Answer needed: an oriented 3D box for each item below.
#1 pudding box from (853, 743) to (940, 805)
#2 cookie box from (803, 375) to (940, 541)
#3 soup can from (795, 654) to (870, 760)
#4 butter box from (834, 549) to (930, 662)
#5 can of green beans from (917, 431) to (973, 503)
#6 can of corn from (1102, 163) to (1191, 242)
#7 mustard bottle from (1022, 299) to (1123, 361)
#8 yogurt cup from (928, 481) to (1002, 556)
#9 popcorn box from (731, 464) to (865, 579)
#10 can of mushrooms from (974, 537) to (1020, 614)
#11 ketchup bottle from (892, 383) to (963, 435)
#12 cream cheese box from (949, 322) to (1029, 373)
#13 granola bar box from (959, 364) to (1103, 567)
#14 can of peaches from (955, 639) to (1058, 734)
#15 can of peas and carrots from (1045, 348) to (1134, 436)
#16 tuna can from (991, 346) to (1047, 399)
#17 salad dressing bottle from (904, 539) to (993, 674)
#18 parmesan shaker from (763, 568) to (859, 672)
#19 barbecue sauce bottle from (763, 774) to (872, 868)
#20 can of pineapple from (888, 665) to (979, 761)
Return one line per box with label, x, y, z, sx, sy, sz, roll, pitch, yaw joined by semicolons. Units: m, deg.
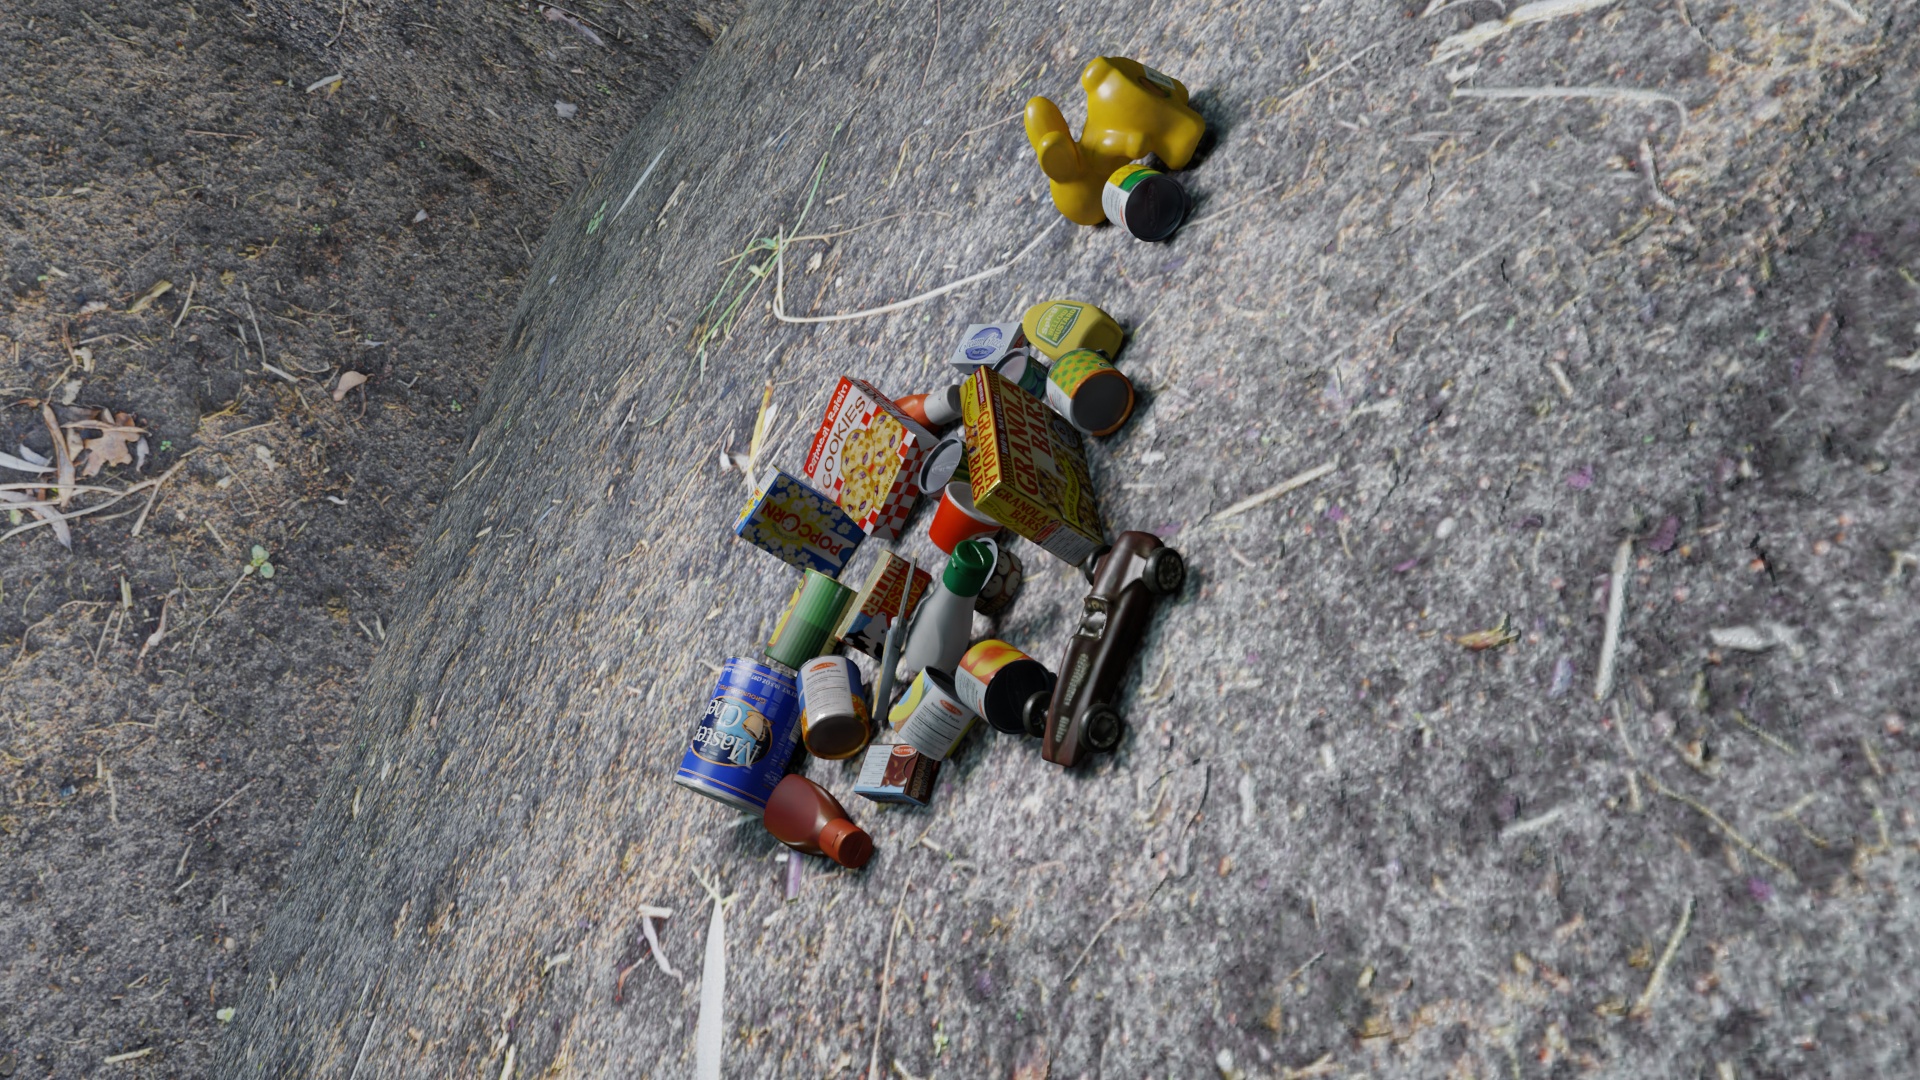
pudding box;-0.058;0.212;1.261;0.083;0.030;0.050;-11;53;51
cookie box;-0.102;-0.093;1.529;0.168;0.040;0.122;42;113;46
soup can;-0.125;0.166;1.368;0.071;0.071;0.084;-45;34;21
butter box;-0.078;0.066;1.399;0.103;0.053;0.024;-60;28;-4
can of green beans;0.001;-0.063;1.395;0.071;0.058;0.071;-36;37;34
can of corn;0.183;-0.334;1.370;0.071;0.071;0.058;-53;31;10
mustard bottle;0.100;-0.209;1.391;0.065;0.049;0.160;-57;31;0
yogurt cup;0.005;-0.017;1.342;0.053;0.072;0.073;-60;28;23
popcorn box;-0.178;-0.017;1.545;0.085;0.126;0.038;-56;28;4
can of mushrooms;0.023;0.036;1.299;0.070;0.033;0.071;-35;38;33
ketchup bottle;-0.051;-0.135;1.547;0.148;0.043;0.065;-20;54;46
cream cheese box;0.034;-0.209;1.511;0.104;0.024;0.053;10;70;57
granola bar box;0.062;-0.069;1.247;0.039;0.124;0.166;-42;35;29
can of peaches;0.038;0.122;1.171;0.071;0.071;0.058;-60;30;-2
can of peas and carrots;0.121;-0.138;1.281;0.071;0.071;0.059;-52;32;11
tuna can;0.058;-0.163;1.426;0.071;0.033;0.071;-35;38;33
salad dressing bottle;-0.009;0.062;1.255;0.064;0.044;0.146;61;143;35
parmesan shaker;-0.158;0.089;1.476;0.071;0.071;0.103;13;74;58
barbecue sauce bottle;-0.133;0.268;1.307;0.148;0.043;0.065;13;74;57
can of pineapple;-0.021;0.152;1.228;0.058;0.071;0.071;-54;31;8
